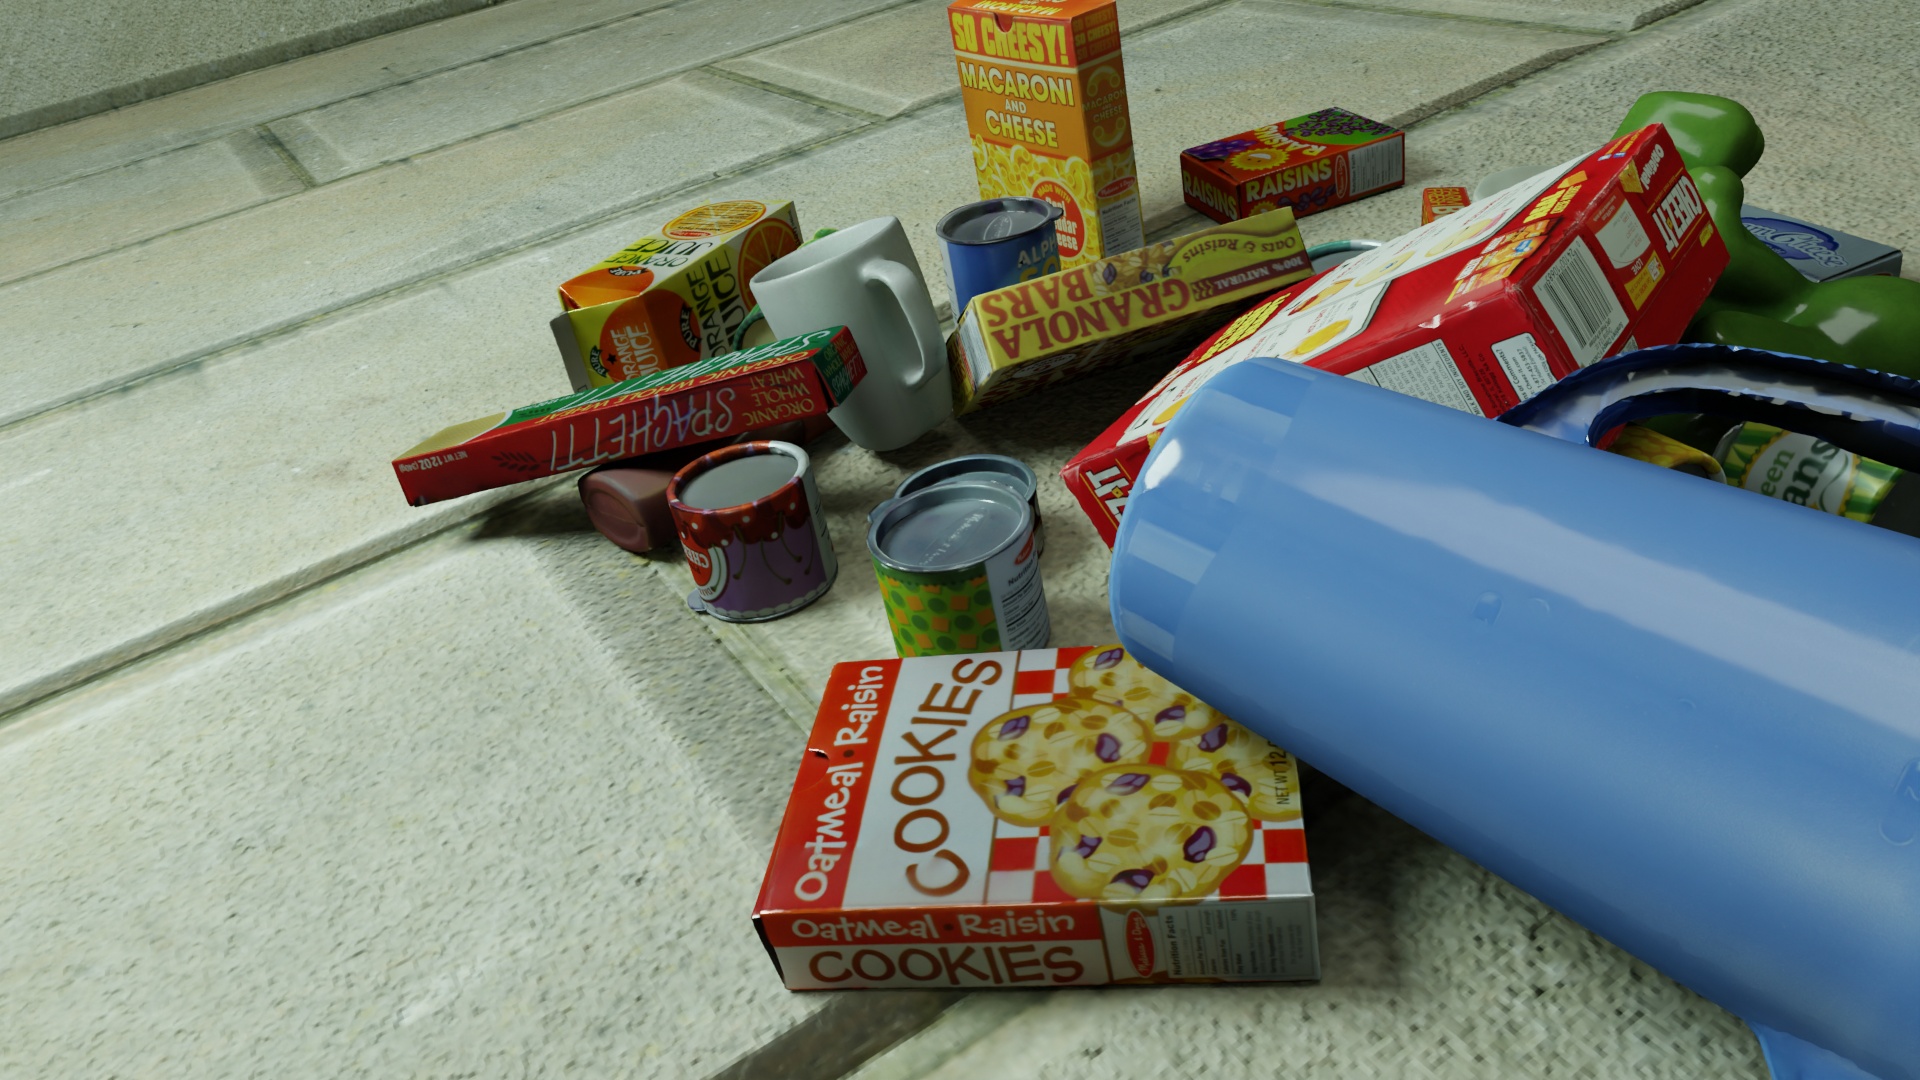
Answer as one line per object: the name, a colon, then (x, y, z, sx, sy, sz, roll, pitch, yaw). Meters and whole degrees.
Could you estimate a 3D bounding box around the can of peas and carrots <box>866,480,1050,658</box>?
can of peas and carrots: (-0.002, 0.017, 0.565, 0.071, 0.058, 0.071, -9, 31, 6)

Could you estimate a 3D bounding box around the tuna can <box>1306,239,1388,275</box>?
tuna can: (0.212, -0.138, 0.764, 0.071, 0.032, 0.071, -8, 32, 5)

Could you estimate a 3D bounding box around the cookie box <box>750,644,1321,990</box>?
cookie box: (0.028, 0.086, 0.462, 0.167, 0.040, 0.123, -5, 33, 11)

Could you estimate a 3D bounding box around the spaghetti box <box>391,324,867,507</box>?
spaghetti box: (-0.167, -0.060, 0.686, 0.250, 0.028, 0.050, -11, 23, 21)

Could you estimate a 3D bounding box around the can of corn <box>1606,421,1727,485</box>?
can of corn: (0.240, -0.013, 0.525, 0.071, 0.070, 0.058, -23, 34, -17)

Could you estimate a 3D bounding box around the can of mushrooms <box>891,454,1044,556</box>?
can of mushrooms: (0.002, -0.008, 0.627, 0.071, 0.033, 0.071, -8, 32, 5)

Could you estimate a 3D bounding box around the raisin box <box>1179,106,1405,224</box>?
raisin box: (0.221, -0.250, 0.933, 0.123, 0.040, 0.086, -19, 33, -10)

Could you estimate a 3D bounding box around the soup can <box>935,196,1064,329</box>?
soup can: (0.028, -0.143, 0.784, 0.071, 0.083, 0.072, -8, 32, 5)

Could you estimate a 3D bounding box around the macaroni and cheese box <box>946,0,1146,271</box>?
macaroni and cheese box: (0.054, -0.251, 0.868, 0.040, 0.165, 0.124, -29, 35, -25)

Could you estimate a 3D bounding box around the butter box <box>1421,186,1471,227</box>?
butter box: (0.263, -0.148, 0.743, 0.024, 0.053, 0.104, -1, 33, 13)

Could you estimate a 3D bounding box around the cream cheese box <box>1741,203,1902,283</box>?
cream cheese box: (0.418, -0.146, 0.717, 0.053, 0.024, 0.104, -20, 33, -14)

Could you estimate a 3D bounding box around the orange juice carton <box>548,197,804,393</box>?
orange juice carton: (-0.179, -0.146, 0.868, 0.073, 0.071, 0.194, 9, 37, 31)

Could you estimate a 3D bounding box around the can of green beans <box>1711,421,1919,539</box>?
can of green beans: (0.323, -0.019, 0.508, 0.071, 0.071, 0.058, -22, 34, -16)

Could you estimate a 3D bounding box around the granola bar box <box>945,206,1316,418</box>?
granola bar box: (0.078, -0.114, 0.706, 0.166, 0.039, 0.124, -18, -3, -10)

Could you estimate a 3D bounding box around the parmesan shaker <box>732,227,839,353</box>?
parmesan shaker: (-0.087, -0.131, 0.814, 0.071, 0.071, 0.103, -2, 33, 16)

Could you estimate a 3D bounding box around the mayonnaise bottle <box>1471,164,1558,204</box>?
mayonnaise bottle: (0.312, -0.162, 0.762, 0.065, 0.041, 0.149, 2, 35, 23)

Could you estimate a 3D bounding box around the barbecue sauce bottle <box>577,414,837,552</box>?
barbecue sauce bottle: (-0.120, -0.048, 0.721, 0.065, 0.043, 0.149, 16, 40, 43)

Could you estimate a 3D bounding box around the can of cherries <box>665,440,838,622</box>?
can of cherries: (-0.096, -0.004, 0.630, 0.071, 0.058, 0.072, -8, 32, 5)
